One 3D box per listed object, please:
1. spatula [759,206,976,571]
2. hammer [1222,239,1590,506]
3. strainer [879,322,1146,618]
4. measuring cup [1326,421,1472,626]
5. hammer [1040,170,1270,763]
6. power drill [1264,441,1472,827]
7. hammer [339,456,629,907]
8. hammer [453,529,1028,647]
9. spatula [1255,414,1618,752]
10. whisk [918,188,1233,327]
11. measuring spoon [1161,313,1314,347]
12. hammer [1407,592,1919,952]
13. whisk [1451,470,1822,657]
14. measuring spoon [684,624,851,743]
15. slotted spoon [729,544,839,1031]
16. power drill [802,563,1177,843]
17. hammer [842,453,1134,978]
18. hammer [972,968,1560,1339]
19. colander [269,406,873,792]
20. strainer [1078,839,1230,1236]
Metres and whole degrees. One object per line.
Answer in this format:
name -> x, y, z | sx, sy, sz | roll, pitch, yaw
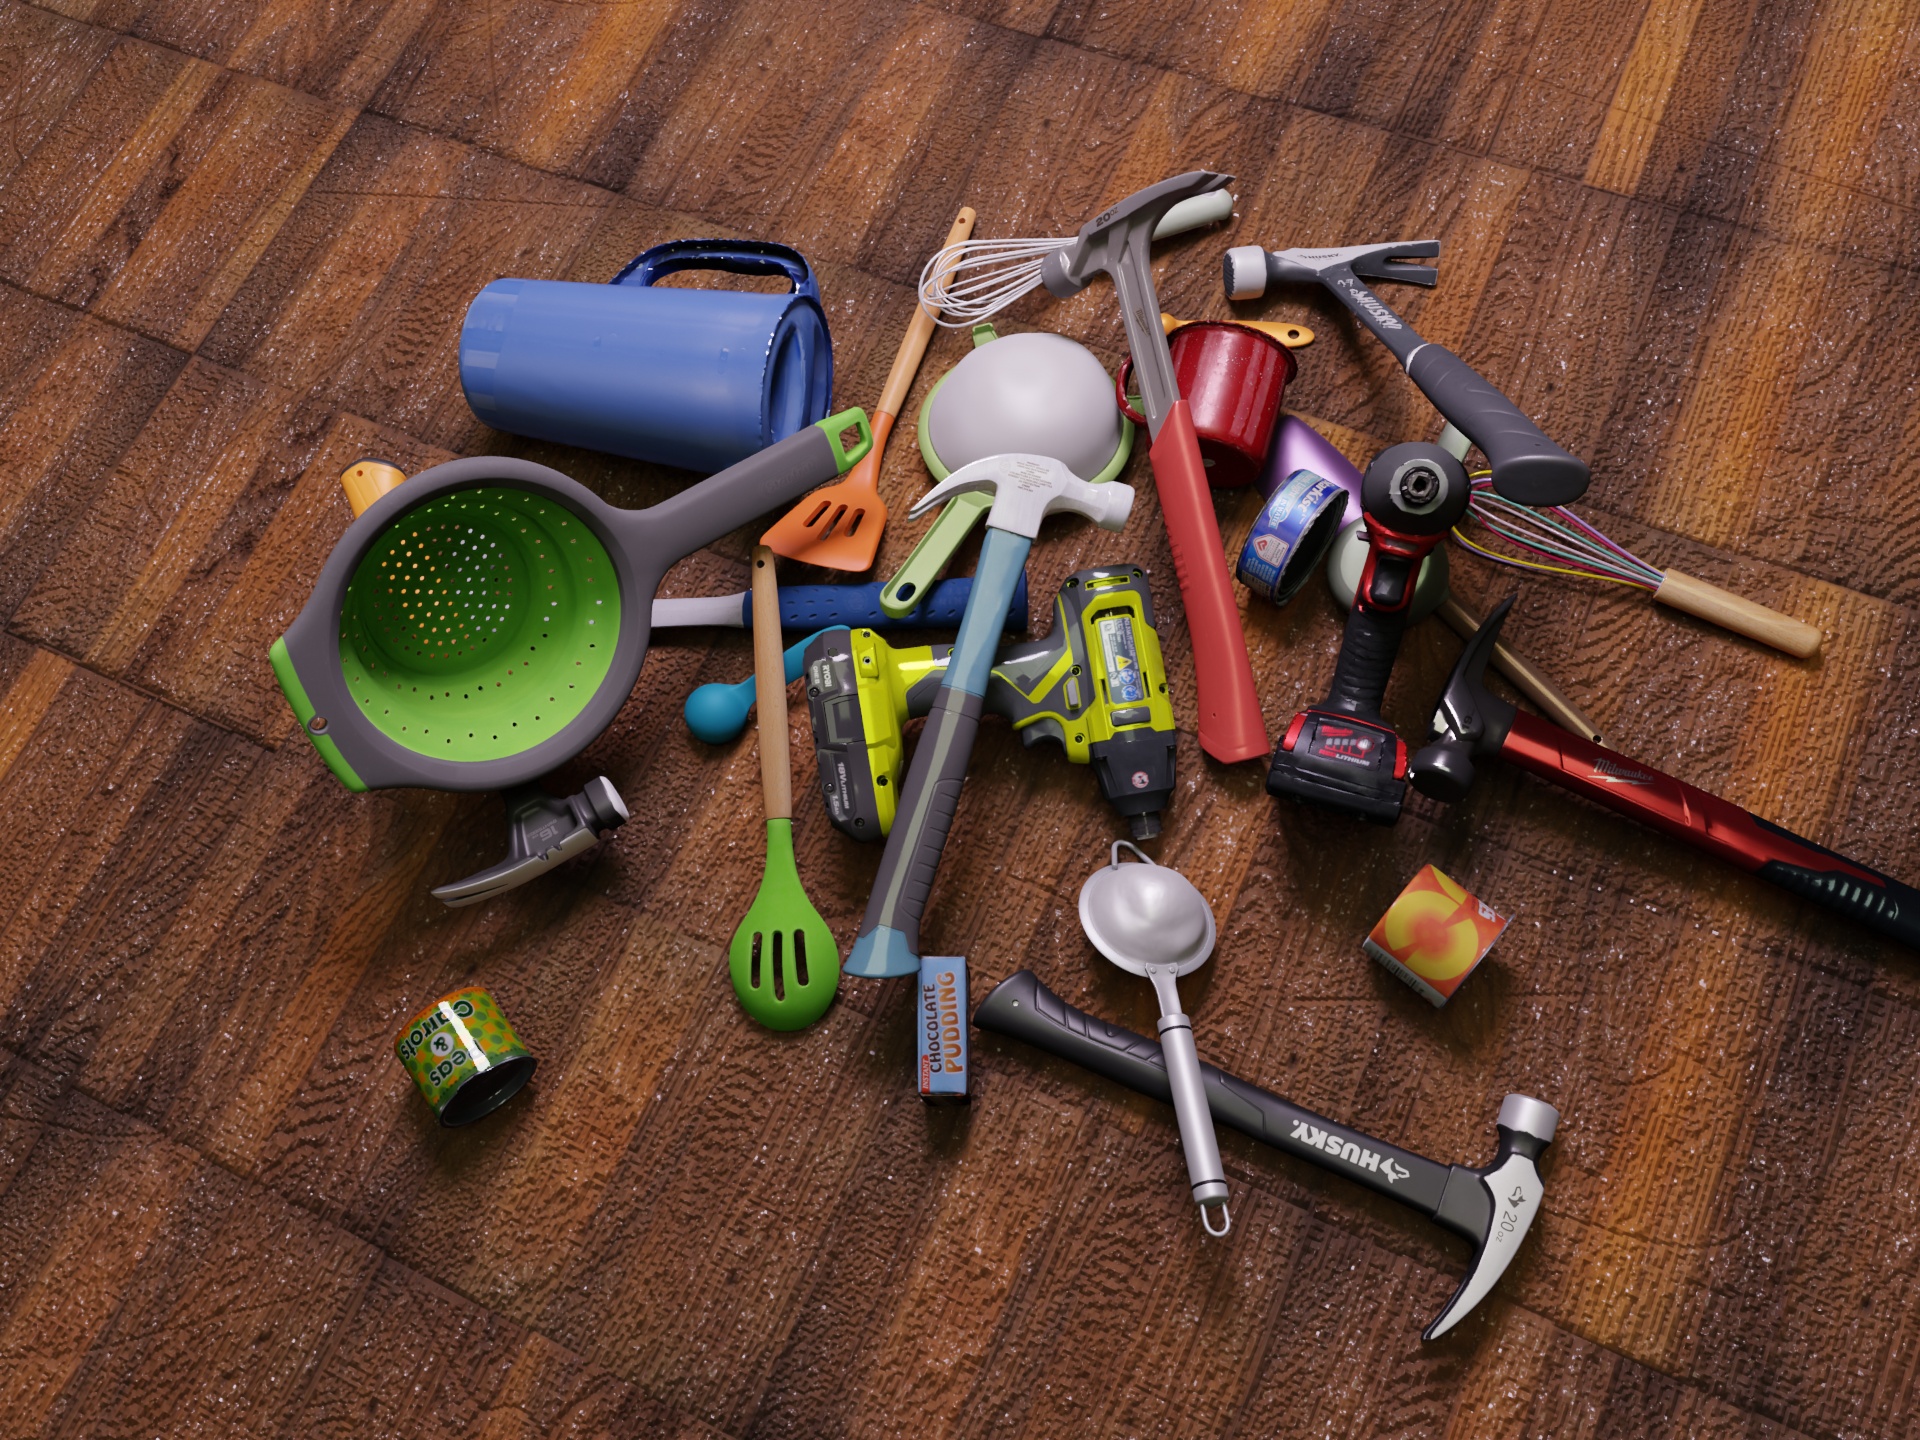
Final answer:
spatula -> -0.047, -0.241, 1.133 | 0.081, 0.041, 0.323 | 15, 71, 14
hammer -> 0.282, -0.226, 0.974 | 0.149, 0.036, 0.409 | -6, 32, -3
strainer -> 0.018, -0.178, 1.064 | 0.151, 0.069, 0.256 | 26, 64, 16
measuring cup -> 0.293, -0.139, 1.021 | 0.083, 0.038, 0.167 | 29, 99, 24
hammer -> 0.147, -0.152, 1.002 | 0.036, 0.149, 0.359 | -11, 87, -42
power drill -> 0.246, -0.056, 0.939 | 0.078, 0.143, 0.219 | 15, 97, 11
hammer -> -0.345, -0.040, 1.055 | 0.127, 0.034, 0.337 | -29, 68, -6
hammer -> -0.157, -0.069, 1.082 | 0.405, 0.035, 0.144 | -2, 69, 6
spatula -> 0.305, -0.086, 1.043 | 0.060, 0.018, 0.316 | -43, 69, 1
whisk -> 0.085, -0.340, 1.146 | 0.246, 0.059, 0.058 | -20, 33, -10
measuring spoon -> 0.193, -0.279, 1.134 | 0.117, 0.011, 0.021 | 7, 70, 9
hammer -> 0.470, 0.059, 0.943 | 0.386, 0.038, 0.143 | 26, 66, 10
whisk -> 0.430, -0.101, 1.022 | 0.245, 0.051, 0.047 | 25, 68, 12
measuring spoon -> -0.126, -0.024, 1.045 | 0.128, 0.021, 0.042 | -32, 110, 9
slotted spoon -> -0.119, 0.038, 1.012 | 0.070, 0.031, 0.314 | -6, 77, 7
power drill -> 0.022, 0.003, 1.004 | 0.223, 0.080, 0.171 | -9, 85, 0
hammer -> -0.002, -0.003, 0.951 | 0.128, 0.033, 0.331 | 17, 84, -2
hammer -> 0.164, 0.232, 0.929 | 0.335, 0.035, 0.146 | 21, 72, 14
colander -> -0.236, -0.106, 0.998 | 0.397, 0.204, 0.095 | -32, 35, -21
strainer -> 0.124, 0.169, 0.921 | 0.087, 0.050, 0.259 | 1, 55, -15
